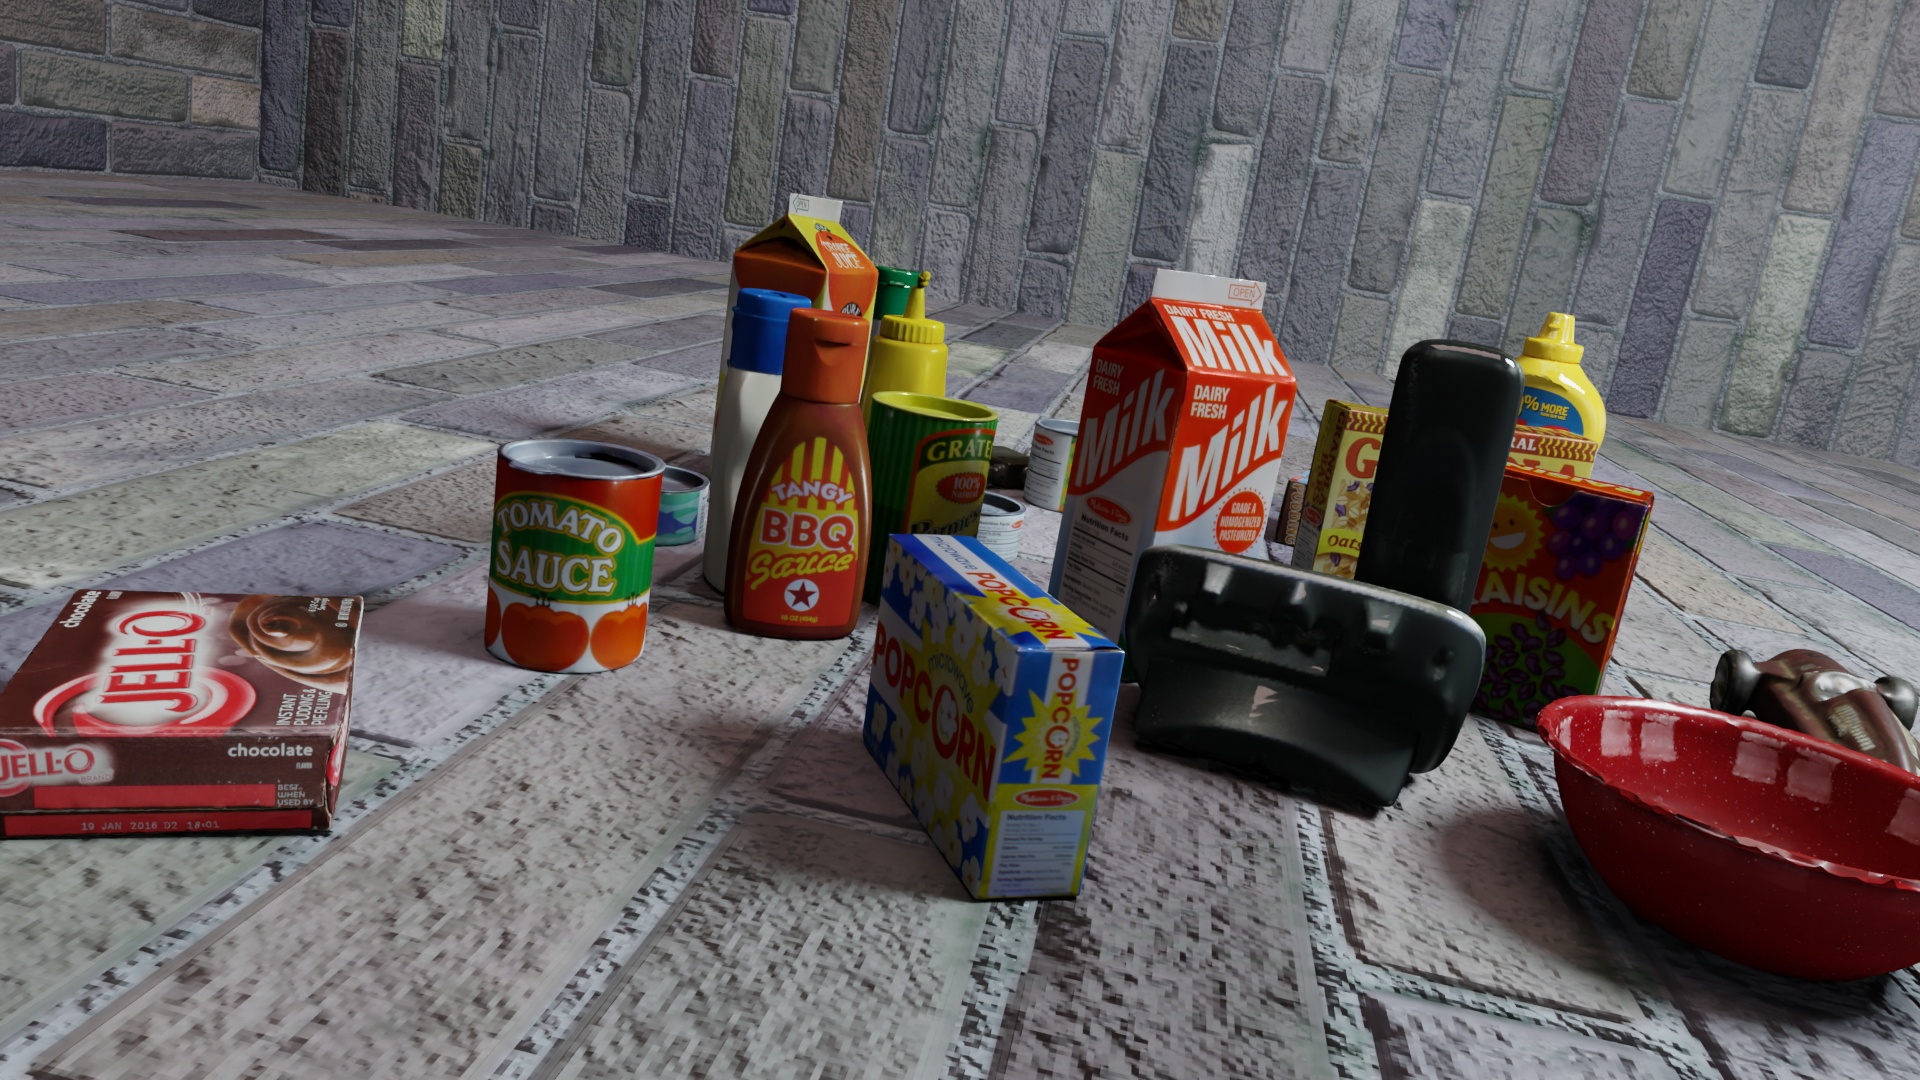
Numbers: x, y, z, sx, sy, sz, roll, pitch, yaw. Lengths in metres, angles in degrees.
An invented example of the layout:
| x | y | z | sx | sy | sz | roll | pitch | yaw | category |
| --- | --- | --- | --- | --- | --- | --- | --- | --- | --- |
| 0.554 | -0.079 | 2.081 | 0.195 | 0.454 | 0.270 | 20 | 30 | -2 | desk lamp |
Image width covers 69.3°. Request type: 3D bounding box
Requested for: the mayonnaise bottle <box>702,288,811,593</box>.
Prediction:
| x | y | z | sx | sy | sz | roll | pitch | yaw | category |
| --- | --- | --- | --- | --- | --- | --- | --- | --- | --- |
| -0.101 | -0.050 | 0.695 | 0.041 | 0.147 | 0.065 | 4 | 14 | -20 | mayonnaise bottle |

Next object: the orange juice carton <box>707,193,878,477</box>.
| x | y | z | sx | sy | sz | roll | pitch | yaw | category |
| --- | --- | --- | --- | --- | --- | --- | --- | --- | --- |
| -0.107 | -0.129 | 0.915 | 0.073 | 0.192 | 0.072 | 15 | 14 | 22 | orange juice carton |

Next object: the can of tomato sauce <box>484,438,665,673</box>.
| x | y | z | sx | sy | sz | roll | pitch | yaw | category |
| --- | --- | --- | --- | --- | --- | --- | --- | --- | --- |
| -0.160 | 0.006 | 0.573 | 0.071 | 0.083 | 0.071 | 9 | 14 | -2 | can of tomato sauce |

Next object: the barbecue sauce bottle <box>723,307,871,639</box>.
| x | y | z | sx | sy | sz | roll | pitch | yaw | category |
| --- | --- | --- | --- | --- | --- | --- | --- | --- | --- |
| -0.070 | -0.030 | 0.638 | 0.065 | 0.148 | 0.044 | 5 | 14 | -16 | barbecue sauce bottle |

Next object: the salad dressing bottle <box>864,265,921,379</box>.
| x | y | z | sx | sy | sz | roll | pitch | yaw | category |
| --- | --- | --- | --- | --- | --- | --- | --- | --- | --- |
| -0.056 | -0.130 | 1.041 | 0.064 | 0.147 | 0.044 | 8 | 13 | -4 | salad dressing bottle |

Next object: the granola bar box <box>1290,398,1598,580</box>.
| x | y | z | sx | sy | sz | roll | pitch | yaw | category |
| --- | --- | --- | --- | --- | --- | --- | --- | --- | --- |
| 0.295 | -0.015 | 0.859 | 0.166 | 0.124 | 0.039 | 6 | 14 | -11 | granola bar box |

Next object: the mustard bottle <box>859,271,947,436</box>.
| x | y | z | sx | sy | sz | roll | pitch | yaw | category |
| --- | --- | --- | --- | --- | --- | --- | --- | --- | --- |
| -0.036 | -0.089 | 0.867 | 0.049 | 0.159 | 0.065 | 12 | 14 | 12 | mustard bottle |

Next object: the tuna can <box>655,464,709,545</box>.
| x | y | z | sx | sy | sz | roll | pitch | yaw | category |
| --- | --- | --- | --- | --- | --- | --- | --- | --- | --- |
| -0.177 | -0.021 | 0.772 | 0.071 | 0.032 | 0.071 | 9 | 14 | -2 | tuna can |

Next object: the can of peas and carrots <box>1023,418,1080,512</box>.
| x | y | z | sx | sy | sz | roll | pitch | yaw | category |
| --- | --- | --- | --- | --- | --- | --- | --- | --- | --- |
| 0.085 | -0.054 | 1.015 | 0.071 | 0.058 | 0.071 | 9 | 14 | -2 | can of peas and carrots |

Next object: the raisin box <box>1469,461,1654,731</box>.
| x | y | z | sx | sy | sz | roll | pitch | yaw | category |
| --- | --- | --- | --- | --- | --- | --- | --- | --- | --- |
| 0.280 | 0.027 | 0.685 | 0.086 | 0.123 | 0.040 | 17 | 15 | 29 | raisin box |

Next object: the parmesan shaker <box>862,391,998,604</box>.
| x | y | z | sx | sy | sz | roll | pitch | yaw | category |
| --- | --- | --- | --- | --- | --- | --- | --- | --- | --- |
| -0.019 | -0.021 | 0.727 | 0.071 | 0.102 | 0.071 | 9 | 14 | -2 | parmesan shaker |

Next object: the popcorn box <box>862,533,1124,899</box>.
| x | y | z | sx | sy | sz | roll | pitch | yaw | category |
| --- | --- | --- | --- | --- | --- | --- | --- | --- | --- |
| 0.005 | 0.055 | 0.479 | 0.038 | 0.085 | 0.127 | 3 | 15 | -23 | popcorn box |

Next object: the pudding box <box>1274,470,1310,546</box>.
| x | y | z | sx | sy | sz | roll | pitch | yaw | category |
| --- | --- | --- | --- | --- | --- | --- | --- | --- | --- |
| 0.262 | -0.025 | 1.031 | 0.030 | 0.049 | 0.084 | 16 | 15 | 25 | pudding box |

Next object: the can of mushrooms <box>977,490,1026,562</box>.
| x | y | z | sx | sy | sz | roll | pitch | yaw | category |
| --- | --- | --- | --- | --- | --- | --- | --- | --- | --- |
| 0.003 | -0.011 | 0.842 | 0.071 | 0.033 | 0.071 | 9 | 14 | -2 | can of mushrooms |

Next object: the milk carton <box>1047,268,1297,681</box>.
| x | y | z | sx | sy | sz | roll | pitch | yaw | category |
| --- | --- | --- | --- | --- | --- | --- | --- | --- | --- |
| 0.103 | -0.034 | 0.675 | 0.072 | 0.190 | 0.073 | 0 | 16 | -33 | milk carton |
